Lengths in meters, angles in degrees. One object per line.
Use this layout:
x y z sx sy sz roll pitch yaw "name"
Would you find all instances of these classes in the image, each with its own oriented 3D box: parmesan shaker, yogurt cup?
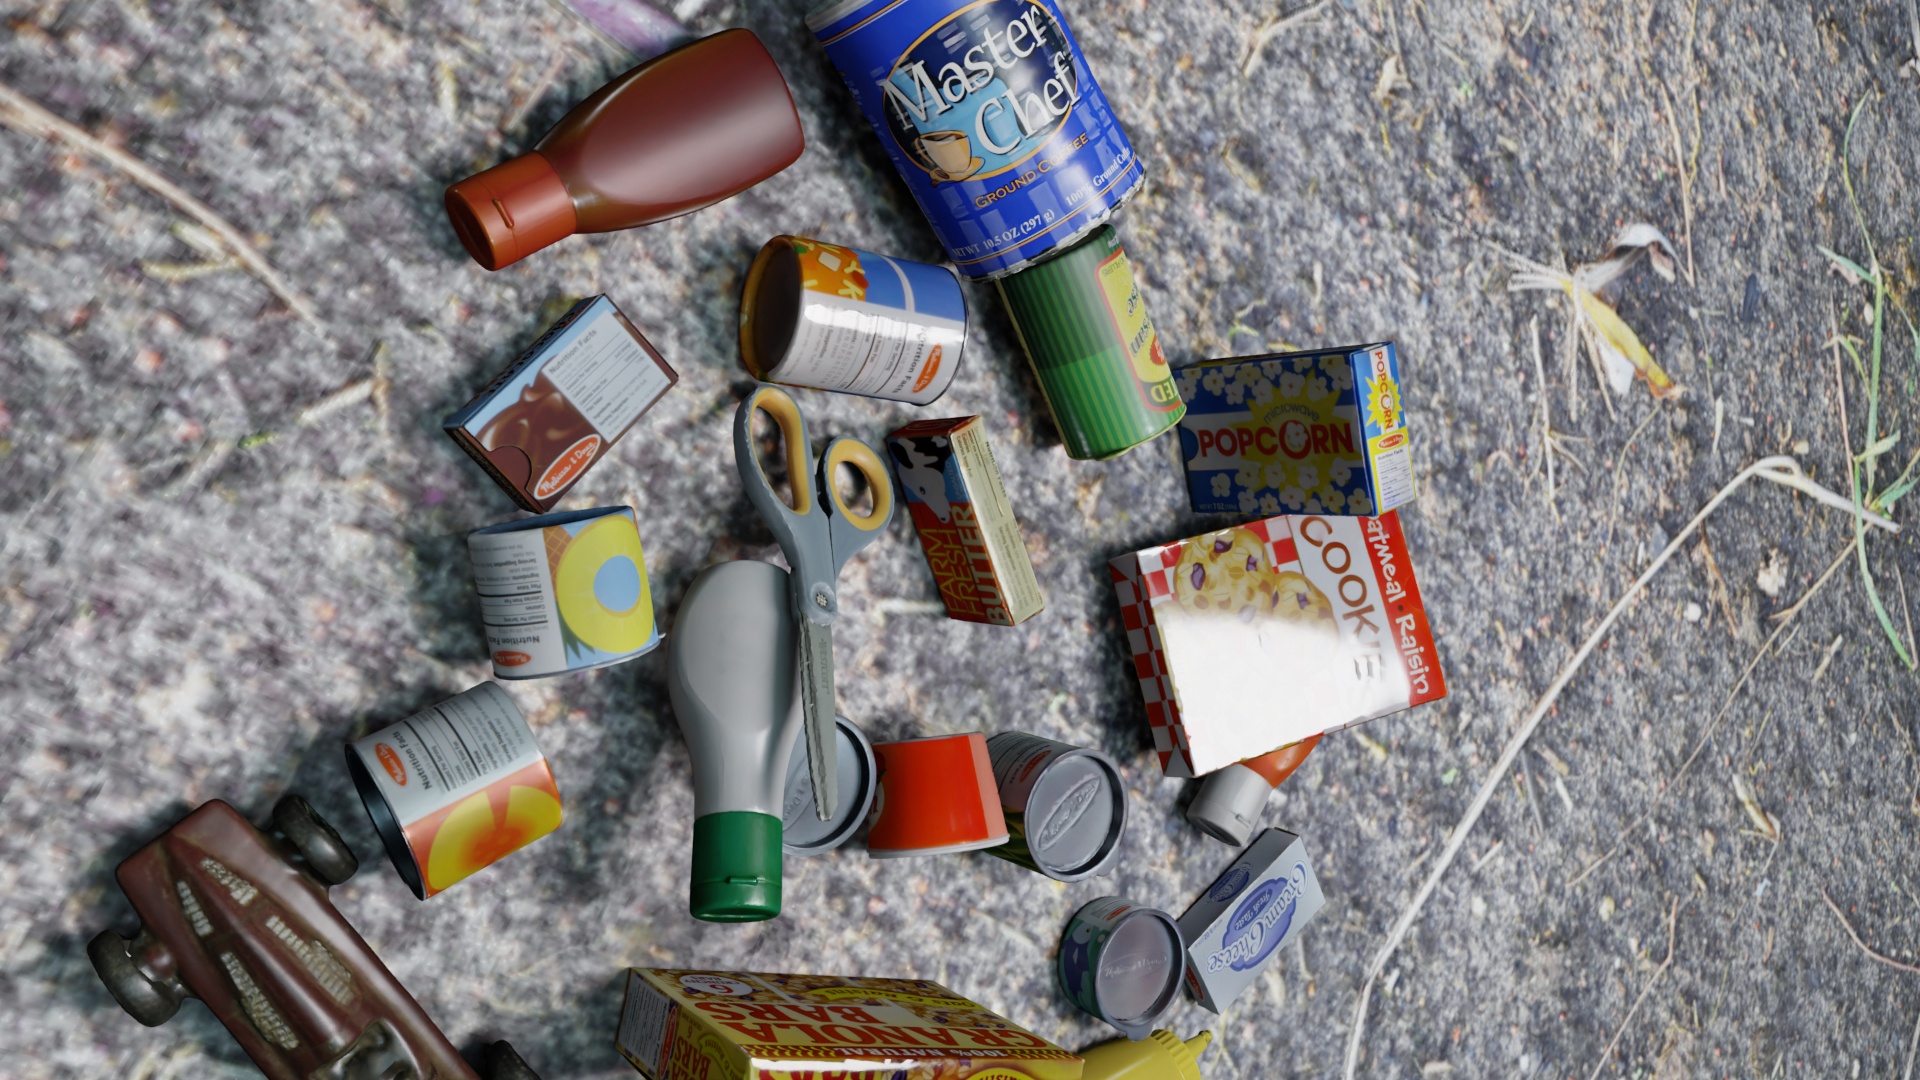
0.065 -0.100 0.703 0.071 0.071 0.102 -35 111 -28 "parmesan shaker"
-0.013 0.120 0.661 0.072 0.072 0.054 -1 80 -34 "yogurt cup"

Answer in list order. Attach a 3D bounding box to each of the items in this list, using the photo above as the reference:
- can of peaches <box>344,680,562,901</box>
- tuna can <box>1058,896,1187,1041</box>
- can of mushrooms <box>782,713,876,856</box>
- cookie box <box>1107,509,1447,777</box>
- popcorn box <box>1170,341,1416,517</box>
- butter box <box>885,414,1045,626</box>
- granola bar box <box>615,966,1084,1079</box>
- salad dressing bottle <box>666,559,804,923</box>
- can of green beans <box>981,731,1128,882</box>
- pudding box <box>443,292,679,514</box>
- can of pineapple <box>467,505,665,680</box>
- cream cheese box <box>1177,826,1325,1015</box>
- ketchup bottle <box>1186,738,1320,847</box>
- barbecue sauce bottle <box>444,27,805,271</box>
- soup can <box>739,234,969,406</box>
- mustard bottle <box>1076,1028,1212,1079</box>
-0.195 0.097 0.537 0.058 0.071 0.071 -27 107 -31 "can of peaches"
0.088 0.231 0.753 0.071 0.033 0.071 -2 93 -34 "tuna can"
-0.077 0.107 0.636 0.071 0.033 0.071 -2 93 -34 "can of mushrooms"
0.177 0.049 0.767 0.168 0.040 0.123 -13 85 -20 "cookie box"
0.177 -0.058 0.748 0.038 0.126 0.085 -20 103 -35 "popcorn box"
0.002 -0.008 0.675 0.024 0.053 0.103 -30 108 -33 "butter box"
-0.049 0.224 0.605 0.165 0.124 0.039 15 83 -34 "granola bar box"
-0.093 0.083 0.583 0.064 0.043 0.148 6 62 -15 "salad dressing bottle"
0.042 0.134 0.703 0.071 0.058 0.071 -1 93 -34 "can of green beans"
-0.164 -0.057 0.573 0.084 0.030 0.049 -50 118 -22 "pudding box"
-0.158 0.019 0.559 0.071 0.071 0.057 -14 99 -33 "can of pineapple"
0.167 0.221 0.813 0.104 0.024 0.053 -36 112 -28 "cream cheese box"
0.181 0.104 0.806 0.064 0.043 0.149 40 70 -22 "ketchup bottle"
-0.139 -0.159 0.579 0.149 0.043 0.064 -35 110 -28 "barbecue sauce bottle"
-0.050 -0.100 0.630 0.084 0.071 0.071 5 89 -34 "soup can"
0.080 0.302 0.741 0.161 0.049 0.065 -23 106 -31 "mustard bottle"
